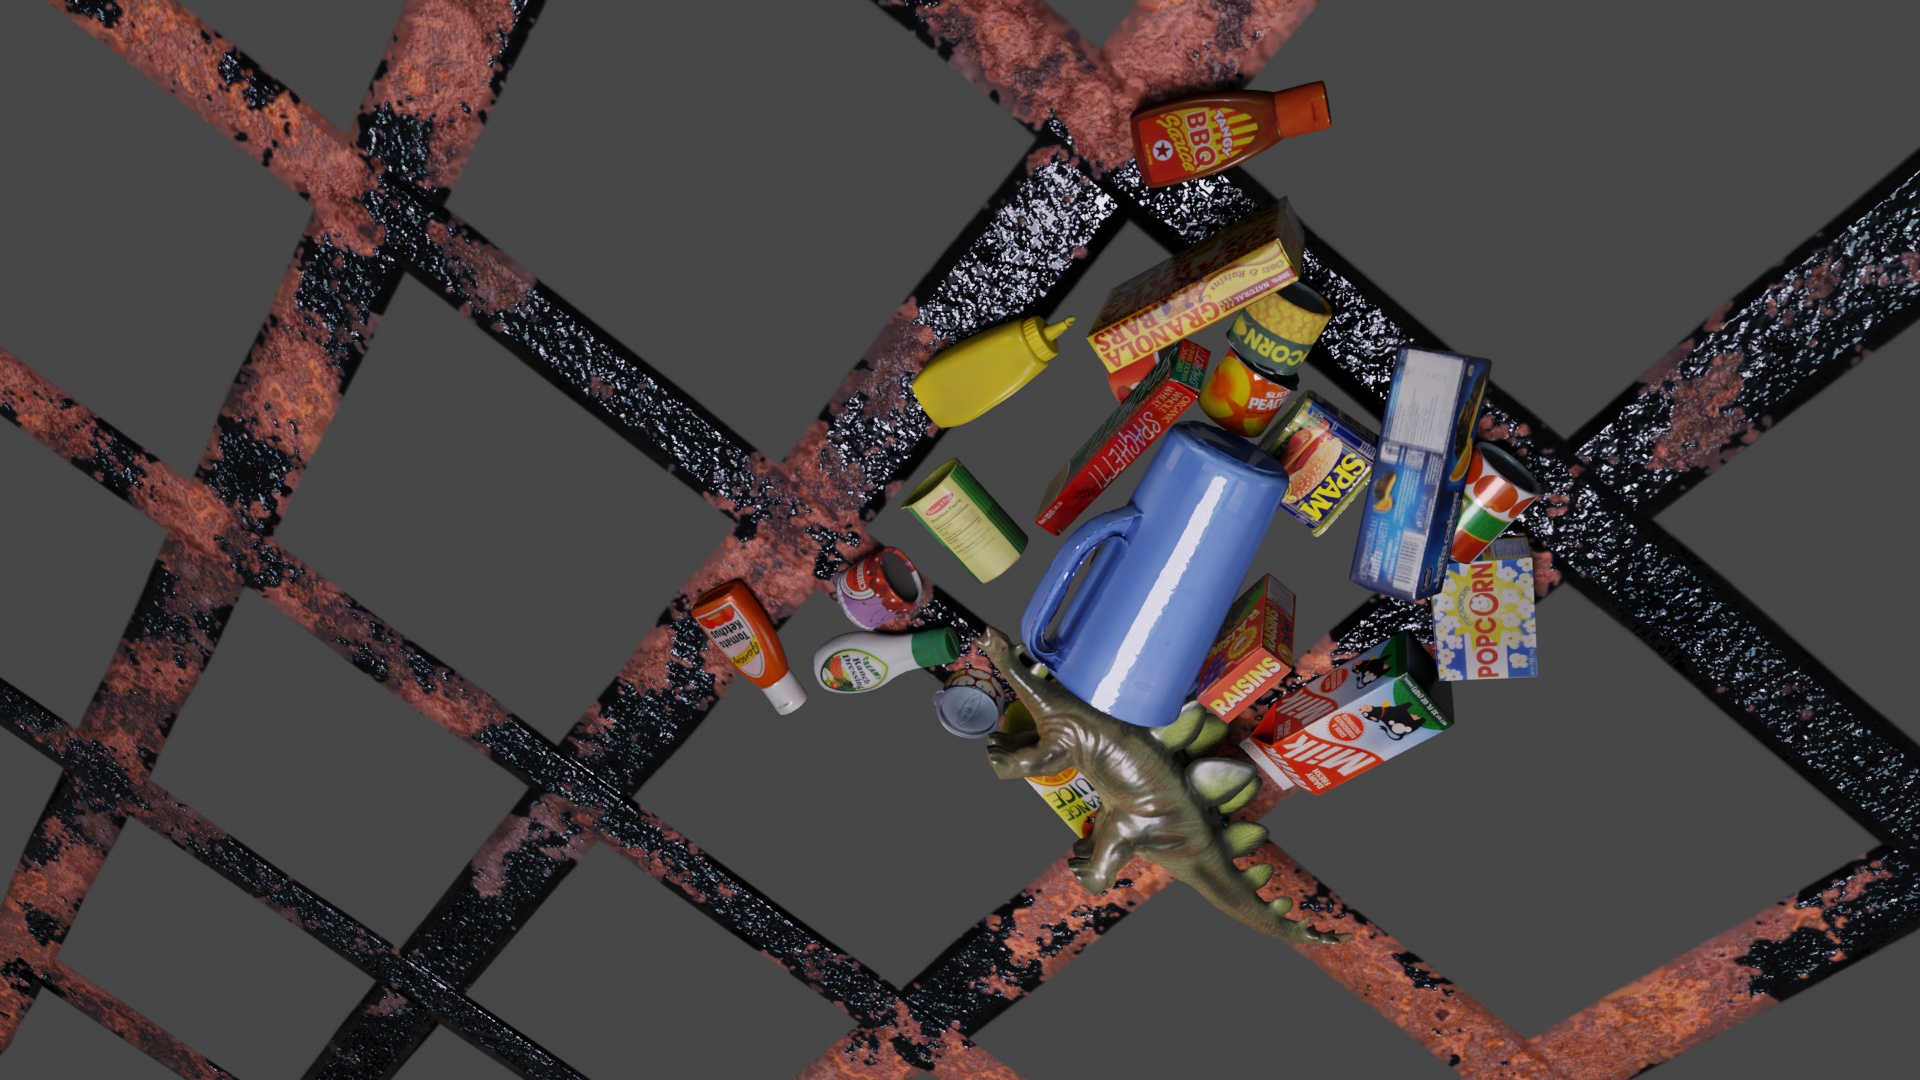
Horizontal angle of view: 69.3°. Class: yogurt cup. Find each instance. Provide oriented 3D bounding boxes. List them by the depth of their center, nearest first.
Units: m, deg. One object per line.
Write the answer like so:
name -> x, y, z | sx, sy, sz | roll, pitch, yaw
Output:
yogurt cup -> 0.160, -0.145, 1.182 | 0.054, 0.073, 0.072 | -17, 113, 32

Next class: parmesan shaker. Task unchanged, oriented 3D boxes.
parmesan shaker -> 0.005, -0.016, 1.296 | 0.071, 0.072, 0.103 | -35, 106, 29

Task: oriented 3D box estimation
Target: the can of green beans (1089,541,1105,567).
can of green beans -> 0.156, 0.015, 1.277 | 0.071, 0.058, 0.071 | 7, 120, 12

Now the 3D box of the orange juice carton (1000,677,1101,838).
orange juice carton -> 0.128, 0.237, 1.402 | 0.071, 0.073, 0.192 | -34, 106, 28

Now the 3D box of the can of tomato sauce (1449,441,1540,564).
can of tomato sauce -> 0.431, -0.033, 1.168 | 0.071, 0.071, 0.082 | 33, 121, -4

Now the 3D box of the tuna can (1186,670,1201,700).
tuna can -> 0.212, 0.129, 1.341 | 0.071, 0.033, 0.070 | 7, 120, 12

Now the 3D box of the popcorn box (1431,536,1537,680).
popcorn box -> 0.462, 0.062, 1.230 | 0.085, 0.038, 0.126 | -5, 117, 18

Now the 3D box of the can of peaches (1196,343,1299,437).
can of peaches -> 0.242, -0.126, 1.166 | 0.071, 0.071, 0.057 | 30, 123, -2

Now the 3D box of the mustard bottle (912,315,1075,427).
mustard bottle -> 0.036, -0.157, 1.218 | 0.160, 0.049, 0.065 | -26, 110, 26

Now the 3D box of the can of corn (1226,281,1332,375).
can of corn -> 0.260, -0.176, 1.131 | 0.071, 0.071, 0.058 | 27, 122, -1

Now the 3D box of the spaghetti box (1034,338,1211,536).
spaghetti box -> 0.133, -0.082, 1.180 | 0.028, 0.050, 0.248 | 28, 145, -9

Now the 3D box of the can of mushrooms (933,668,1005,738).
can of mushrooms -> 0.009, 0.165, 1.417 | 0.071, 0.034, 0.070 | 7, 121, 12

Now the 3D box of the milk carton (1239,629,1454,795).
milk carton -> 0.358, 0.171, 1.300 | 0.190, 0.074, 0.072 | -37, 104, 30

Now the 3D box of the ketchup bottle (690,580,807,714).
ketchup bottle -> -0.214, 0.114, 1.444 | 0.064, 0.044, 0.148 | -24, 111, 26

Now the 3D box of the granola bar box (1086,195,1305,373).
granola bar box -> 0.190, -0.203, 1.104 | 0.165, 0.125, 0.039 | -25, 108, 26

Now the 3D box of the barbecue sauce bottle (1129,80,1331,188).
barbecue sauce bottle -> 0.210, -0.321, 1.079 | 0.148, 0.044, 0.064 | -9, 115, 20

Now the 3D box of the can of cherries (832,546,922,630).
can of cherries -> -0.080, 0.045, 1.352 | 0.058, 0.072, 0.071 | -28, 108, 27

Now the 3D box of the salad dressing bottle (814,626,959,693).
salad dressing bottle -> -0.075, 0.117, 1.407 | 0.147, 0.044, 0.064 | -13, 116, 22

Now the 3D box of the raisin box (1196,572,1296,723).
raisin box -> 0.260, 0.096, 1.255 | 0.040, 0.124, 0.085 | 38, 122, -8
